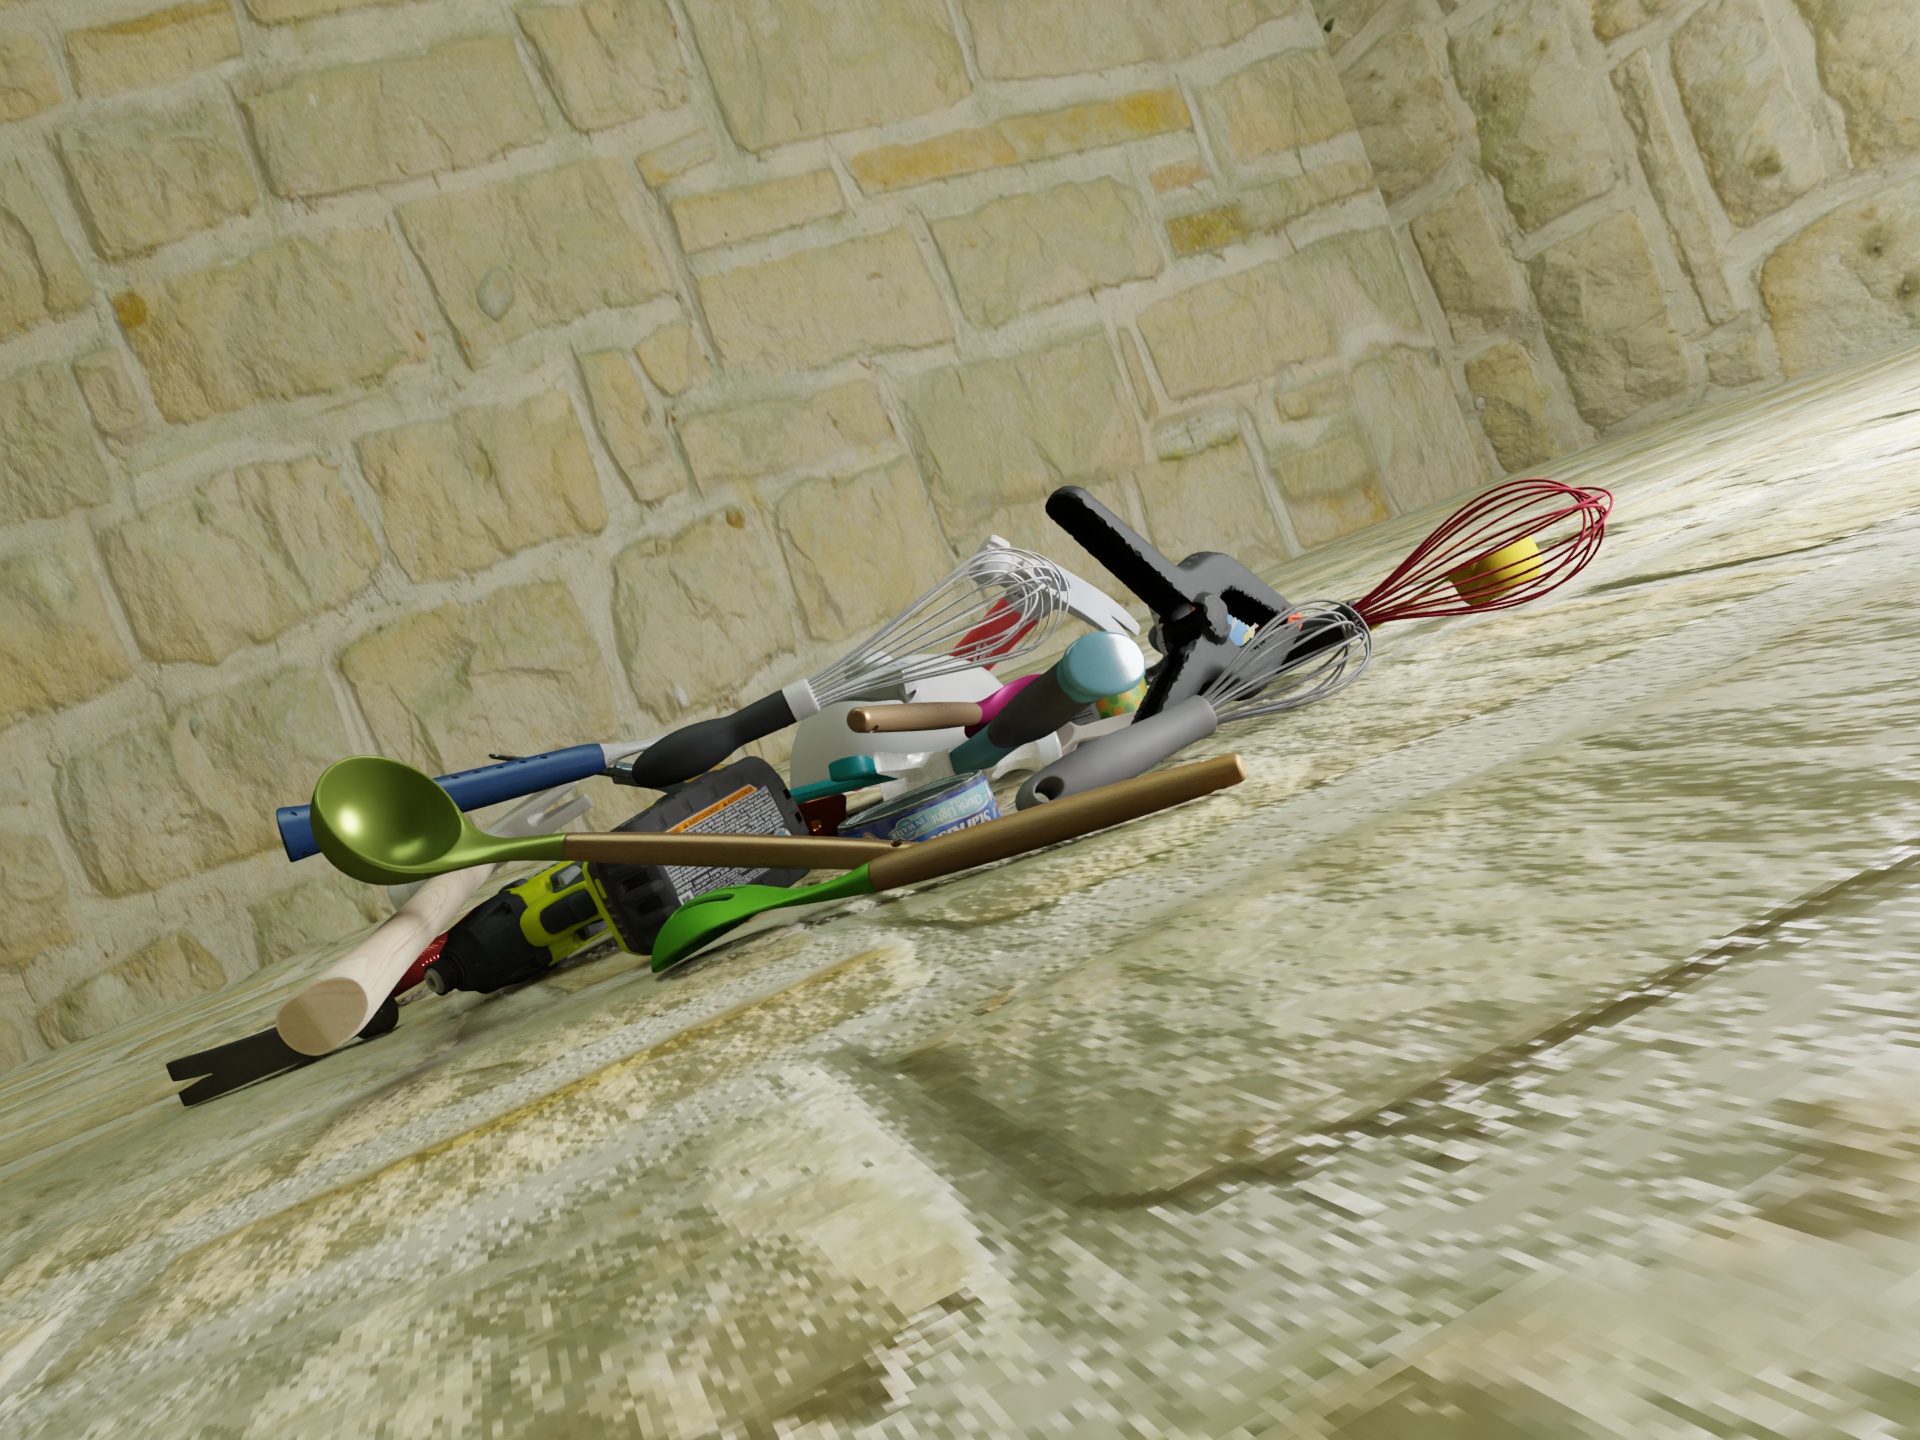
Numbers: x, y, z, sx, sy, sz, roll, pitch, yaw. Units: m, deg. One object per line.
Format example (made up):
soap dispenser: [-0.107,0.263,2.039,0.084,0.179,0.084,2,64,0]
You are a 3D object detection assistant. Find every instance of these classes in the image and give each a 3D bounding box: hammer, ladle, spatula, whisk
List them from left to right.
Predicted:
hammer: [-0.423,0.193,1.173,0.149,0.036,0.359,-21,3,5]
hammer: [-0.295,0.103,0.904,0.146,0.038,0.411,-34,9,-4]
ladle: [-0.177,0.055,0.810,0.320,0.062,0.078,1,30,9]
hammer: [-0.215,0.020,1.003,0.405,0.035,0.144,-15,11,-17]
spatula: [-0.108,0.070,1.153,0.081,0.041,0.322,-17,2,0]
whisk: [-0.066,-0.025,0.951,0.284,0.070,0.070,-26,3,-2]
hammer: [-0.003,-0.020,1.358,0.386,0.143,0.038,-43,22,53]
hammer: [0.033,0.003,0.877,0.128,0.033,0.331,-13,-8,-14]
whisk: [0.127,-0.006,0.847,0.239,0.055,0.055,-26,5,-24]
whisk: [0.269,-0.073,1.004,0.296,0.073,0.073,-26,0,33]

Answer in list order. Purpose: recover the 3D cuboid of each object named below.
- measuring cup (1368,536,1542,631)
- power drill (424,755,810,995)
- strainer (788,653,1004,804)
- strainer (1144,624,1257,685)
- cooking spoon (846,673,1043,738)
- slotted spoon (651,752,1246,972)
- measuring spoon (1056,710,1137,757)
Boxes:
measuring cup: [0.317,-0.075,1.059,0.062,0.029,0.156,-23,-8,-46]
power drill: [-0.207,0.103,0.947,0.223,0.080,0.171,-23,6,44]
strainer: [-0.057,-0.002,1.185,0.211,0.095,0.340,-14,-3,8]
strainer: [0.157,-0.038,1.279,0.086,0.050,0.258,17,-21,-22]
cooking spoon: [-0.002,-0.003,1.014,0.068,0.017,0.319,-45,-14,16]
slotted spoon: [-0.016,0.065,0.745,0.314,0.031,0.070,-18,-1,21]
measuring spoon: [0.104,0.009,1.046,0.124,0.018,0.034,-13,36,28]
